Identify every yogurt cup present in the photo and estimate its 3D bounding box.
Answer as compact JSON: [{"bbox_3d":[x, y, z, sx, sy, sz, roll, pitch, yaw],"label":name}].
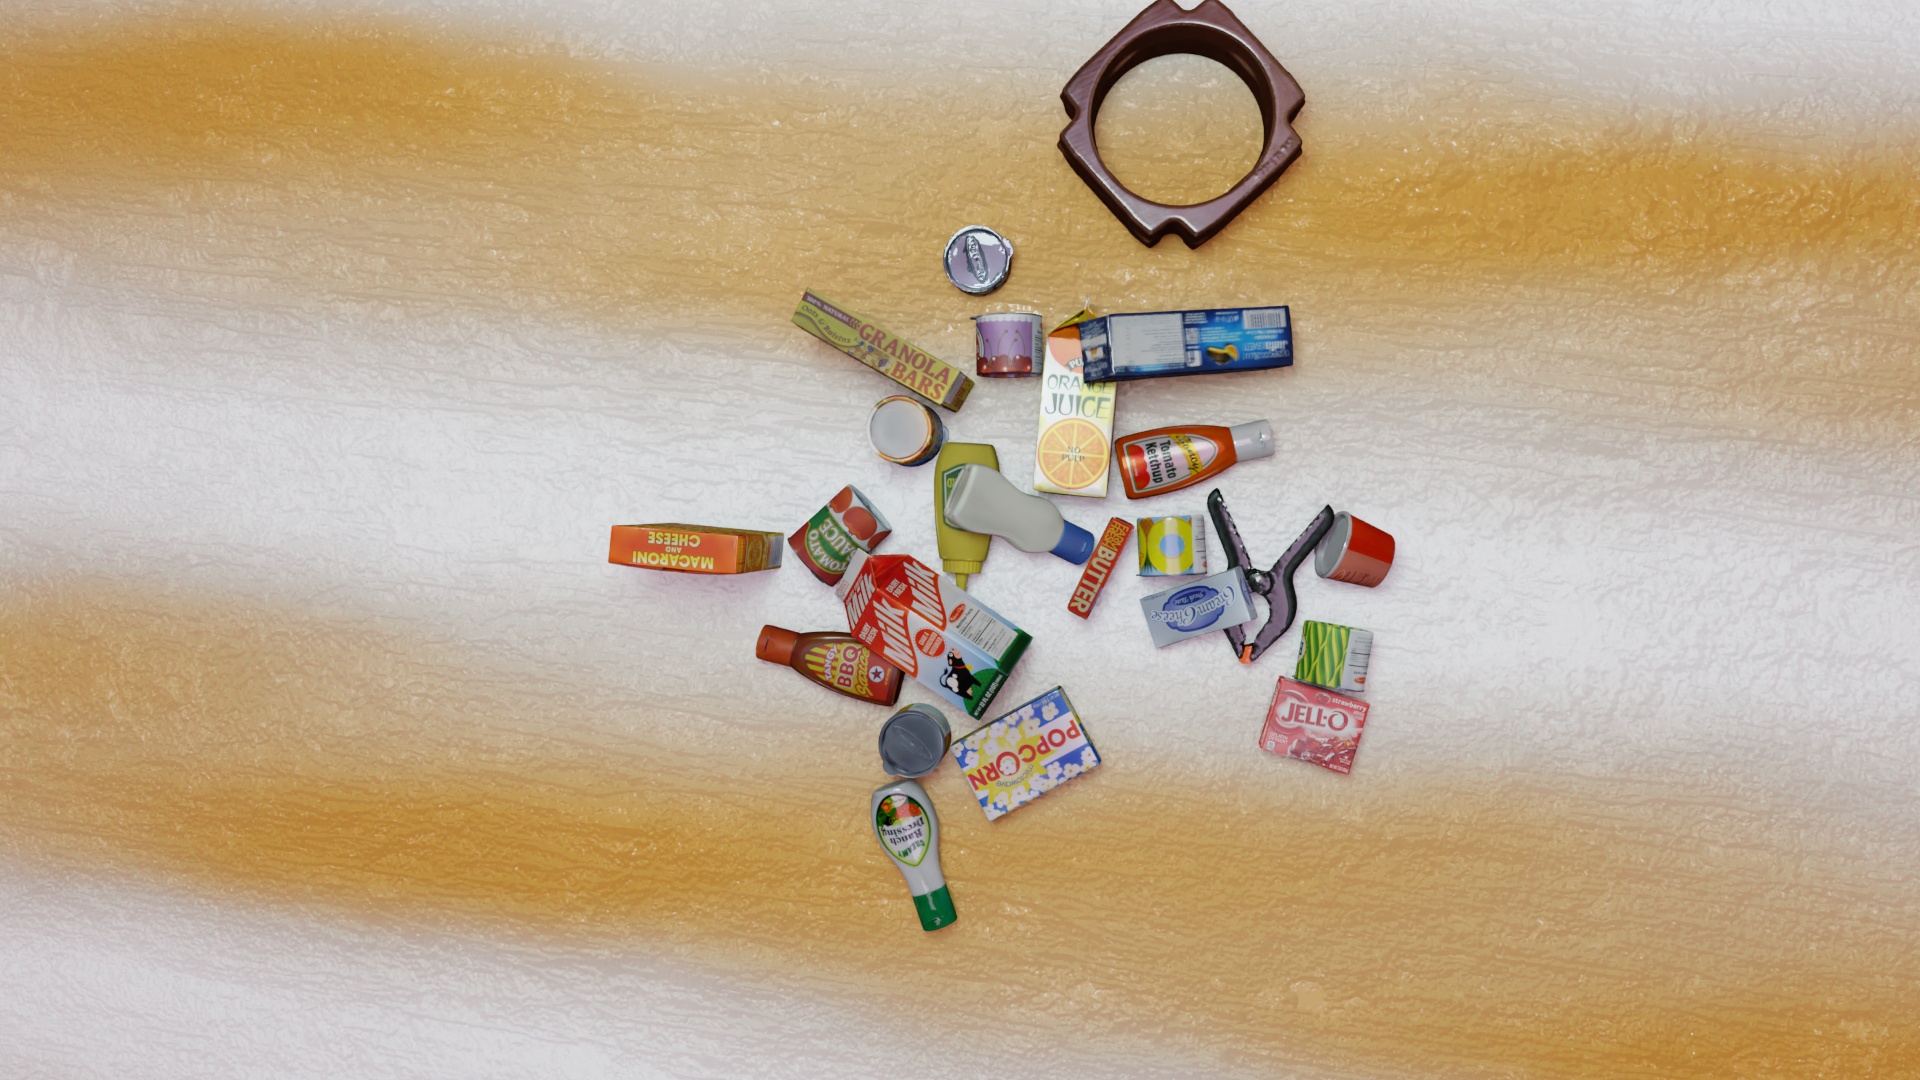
[{"bbox_3d":[0.377,0.011,1.324,0.054,0.072,0.072,19,93,-6],"label":"yogurt cup"}]

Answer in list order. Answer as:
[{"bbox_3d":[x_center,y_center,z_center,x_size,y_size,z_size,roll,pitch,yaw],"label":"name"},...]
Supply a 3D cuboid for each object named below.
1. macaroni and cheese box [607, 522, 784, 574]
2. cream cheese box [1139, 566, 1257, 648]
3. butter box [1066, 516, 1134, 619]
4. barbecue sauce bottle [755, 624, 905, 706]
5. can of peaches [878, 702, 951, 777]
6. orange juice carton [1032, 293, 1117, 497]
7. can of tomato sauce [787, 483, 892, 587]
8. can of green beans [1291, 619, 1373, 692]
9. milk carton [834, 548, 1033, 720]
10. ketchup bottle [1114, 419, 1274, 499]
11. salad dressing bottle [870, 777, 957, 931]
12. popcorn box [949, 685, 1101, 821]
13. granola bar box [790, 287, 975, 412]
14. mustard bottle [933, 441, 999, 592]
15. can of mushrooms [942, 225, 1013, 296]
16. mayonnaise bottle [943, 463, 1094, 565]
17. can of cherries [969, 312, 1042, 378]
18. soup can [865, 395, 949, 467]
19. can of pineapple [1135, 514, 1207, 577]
[{"bbox_3d":[-0.252,0.007,1.346,0.124,0.166,0.040,5,92,7],"label":"macaroni and cheese box"},{"bbox_3d":[0.230,0.066,1.343,0.103,0.024,0.053,-21,85,29],"label":"cream cheese box"},{"bbox_3d":[0.137,0.026,1.358,0.024,0.053,0.103,27,93,4],"label":"butter box"},{"bbox_3d":[-0.130,0.119,1.395,0.148,0.044,0.065,14,93,7],"label":"barbecue sauce bottle"},{"bbox_3d":[-0.046,0.199,1.378,0.071,0.058,0.071,0,91,7],"label":"can of peaches"},{"bbox_3d":[0.115,-0.139,1.351,0.073,0.072,0.192,5,91,6],"label":"orange juice carton"},{"bbox_3d":[-0.119,-0.005,1.380,0.083,0.071,0.071,-42,86,5],"label":"can of tomato sauce"},{"bbox_3d":[0.356,0.110,1.326,0.071,0.071,0.058,10,91,7],"label":"can of green beans"},{"bbox_3d":[-0.034,0.083,1.356,0.191,0.074,0.072,34,127,5],"label":"milk carton"},{"bbox_3d":[0.228,-0.085,1.352,0.149,0.043,0.064,-12,91,6],"label":"ketchup bottle"},{"bbox_3d":[-0.044,0.313,1.385,0.064,0.044,0.147,-20,88,5],"label":"salad dressing bottle"},{"bbox_3d":[0.065,0.210,1.375,0.126,0.038,0.085,-29,88,6],"label":"popcorn box"},{"bbox_3d":[-0.073,-0.181,1.346,0.165,0.124,0.039,29,95,6],"label":"granola bar box"},{"bbox_3d":[0.005,-0.017,1.375,0.065,0.049,0.160,2,90,4],"label":"mustard bottle"},{"bbox_3d":[0.020,-0.278,1.381,0.071,0.033,0.071,0,90,7],"label":"can of mushrooms"},{"bbox_3d":[0.060,-0.020,1.344,0.148,0.041,0.065,25,86,-21],"label":"mayonnaise bottle"},{"bbox_3d":[0.045,-0.191,1.362,0.071,0.071,0.058,0,92,7],"label":"can of cherries"},{"bbox_3d":[-0.051,-0.107,1.364,0.071,0.084,0.071,0,90,6],"label":"soup can"},{"bbox_3d":[0.202,0.005,1.344,0.071,0.071,0.058,-3,90,7],"label":"can of pineapple"}]
